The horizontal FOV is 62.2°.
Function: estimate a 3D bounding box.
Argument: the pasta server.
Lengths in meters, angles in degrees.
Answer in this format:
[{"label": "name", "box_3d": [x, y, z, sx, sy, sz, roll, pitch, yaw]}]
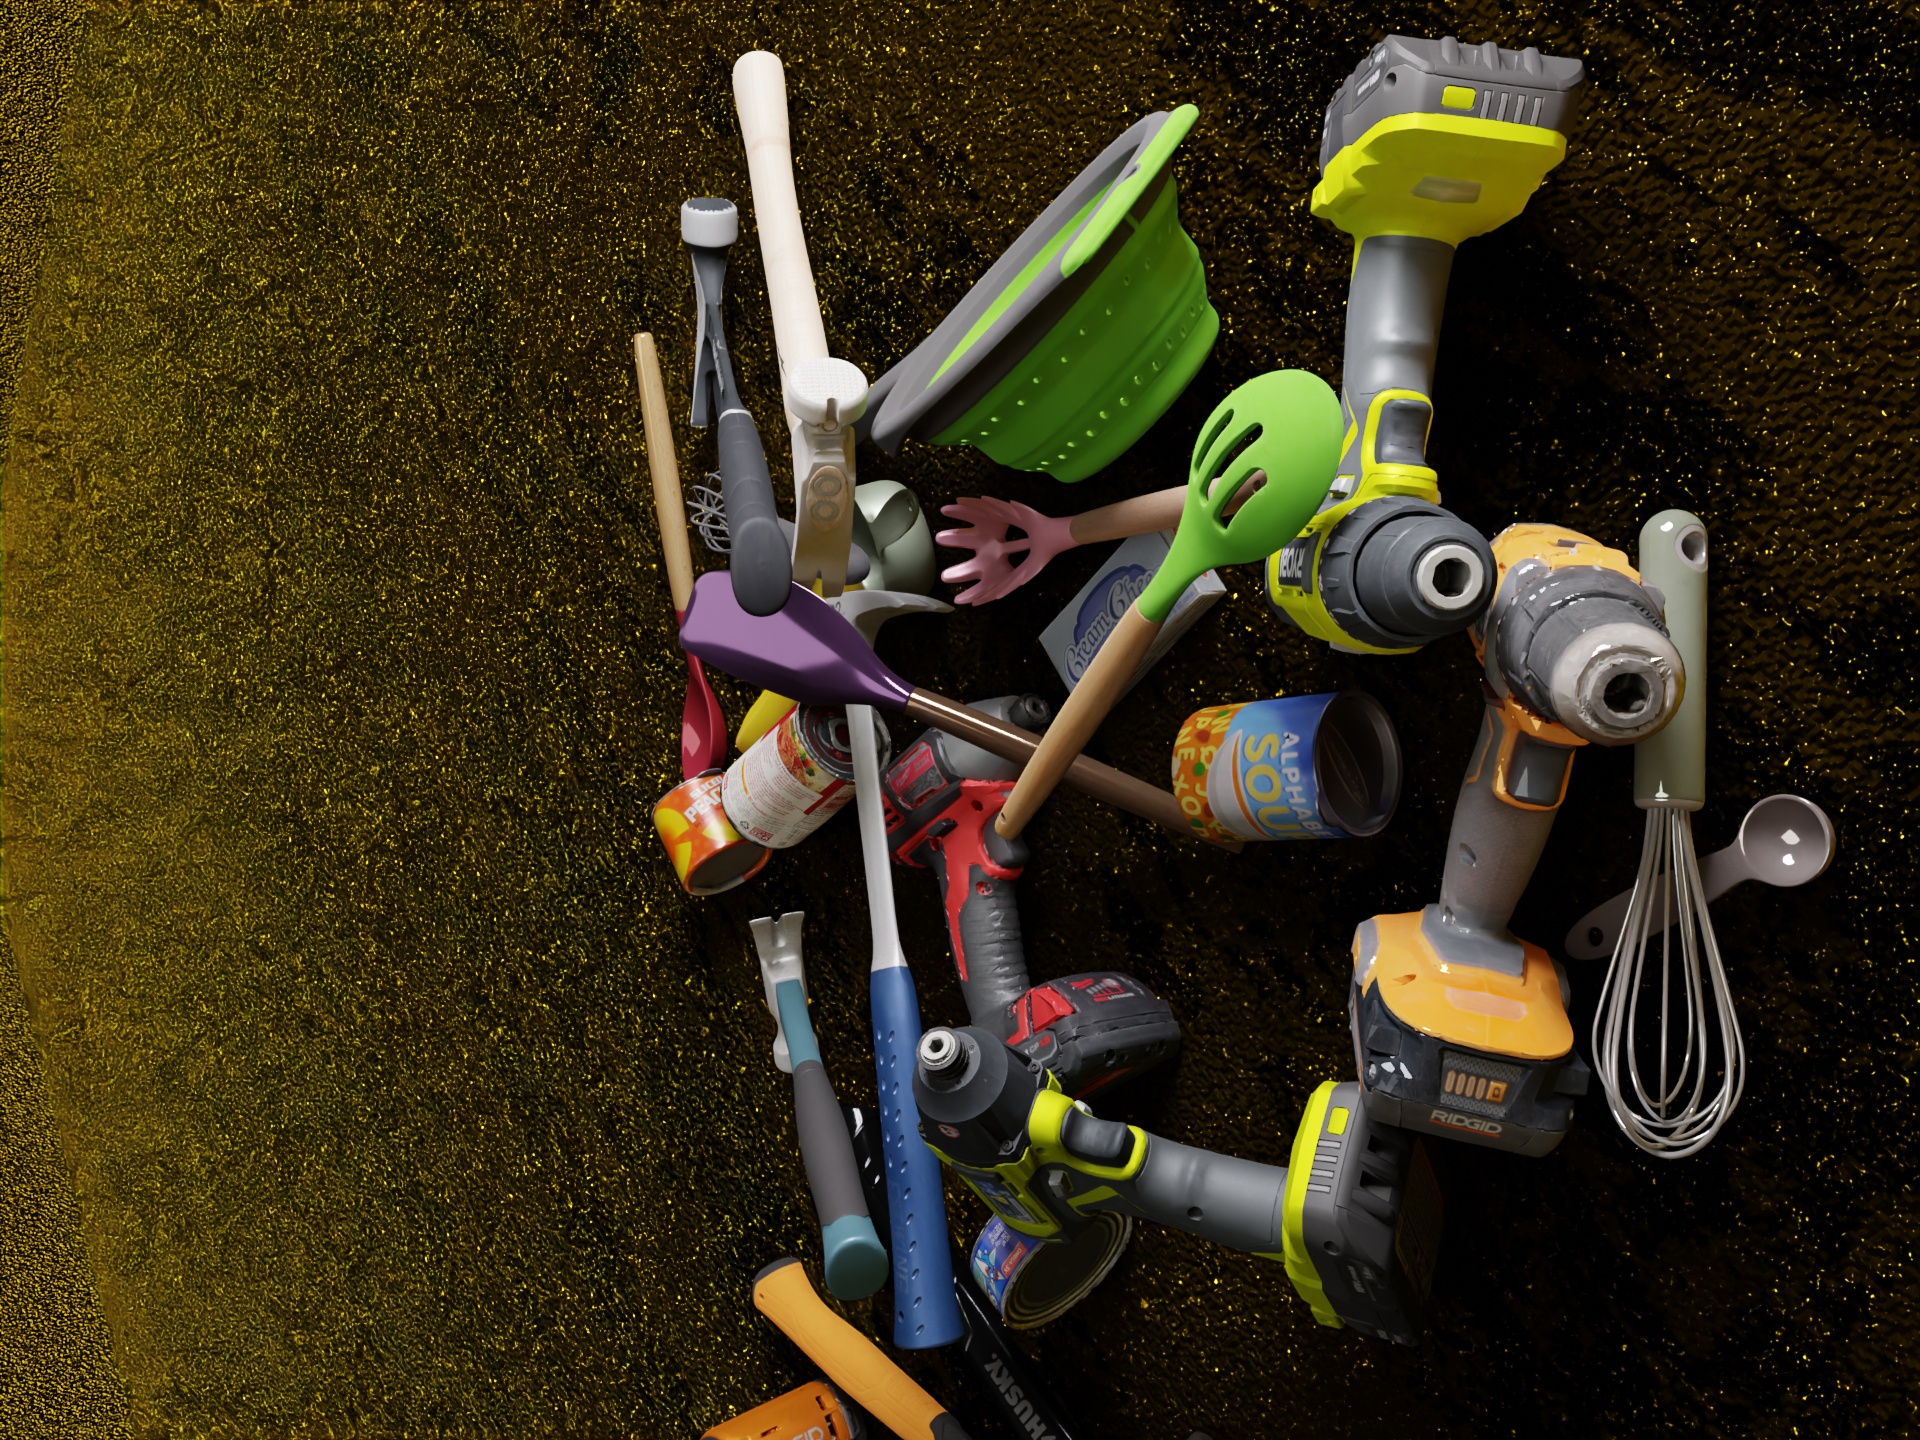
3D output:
[{"label": "pasta server", "box_3d": [0.065, -0.095, 0.774, 0.316, 0.040, 0.060, -178, 79, -68]}]

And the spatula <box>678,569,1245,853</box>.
[{"label": "spatula", "box_3d": [-0.001, -0.003, 0.813, 0.316, 0.018, 0.059, 24, 104, 10]}]

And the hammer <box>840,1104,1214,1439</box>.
[{"label": "hammer", "box_3d": [0.002, 0.345, 0.906, 0.146, 0.035, 0.335, -48, 48, 2]}]

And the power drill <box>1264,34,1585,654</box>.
[{"label": "power drill", "box_3d": [0.178, -0.138, 0.626, 0.190, 0.080, 0.228, -87, 4, -84]}]

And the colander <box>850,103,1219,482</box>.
[{"label": "colander", "box_3d": [0.022, -0.173, 0.843, 0.204, 0.094, 0.397, -55, 16, -21]}]

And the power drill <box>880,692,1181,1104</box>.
[{"label": "power drill", "box_3d": [0.027, 0.097, 0.866, 0.143, 0.078, 0.220, -41, 60, 41]}]

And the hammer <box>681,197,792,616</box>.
[{"label": "hammer", "box_3d": [-0.132, -0.172, 0.915, 0.409, 0.036, 0.149, -109, 20, -55]}]

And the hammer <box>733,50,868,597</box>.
[{"label": "hammer", "box_3d": [-0.102, -0.255, 0.922, 0.146, 0.038, 0.411, 101, 162, -48]}]

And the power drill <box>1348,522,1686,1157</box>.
[{"label": "power drill", "box_3d": [0.209, 0.045, 0.594, 0.084, 0.185, 0.226, 11, 105, 7]}]

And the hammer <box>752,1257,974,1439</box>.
[{"label": "hammer", "box_3d": [-0.022, 0.434, 0.966, 0.337, 0.034, 0.127, 22, 107, 45]}]

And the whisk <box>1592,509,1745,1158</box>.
[{"label": "whisk", "box_3d": [0.268, 0.040, 0.604, 0.059, 0.057, 0.246, 166, 110, -65]}]

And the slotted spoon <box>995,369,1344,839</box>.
[{"label": "slotted spoon", "box_3d": [0.074, -0.031, 0.703, 0.313, 0.031, 0.070, -60, 42, 49]}]

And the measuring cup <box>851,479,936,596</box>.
[{"label": "measuring cup", "box_3d": [-0.030, -0.109, 0.893, 0.167, 0.038, 0.083, 158, 94, -75]}]

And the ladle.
[{"label": "ladle", "box_3d": [-0.190, -0.101, 1.072, 0.069, 0.031, 0.315, 31, 131, 59]}]

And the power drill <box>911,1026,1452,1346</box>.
[{"label": "power drill", "box_3d": [0.092, 0.197, 0.708, 0.223, 0.171, 0.080, 5, 56, 29]}]

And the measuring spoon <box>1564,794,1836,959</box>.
[{"label": "measuring spoon", "box_3d": [0.289, 0.067, 0.626, 0.124, 0.018, 0.034, -45, 50, 47]}]

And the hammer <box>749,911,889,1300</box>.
[{"label": "hammer", "box_3d": [-0.082, 0.210, 0.890, 0.331, 0.033, 0.128, -127, 28, -69]}]

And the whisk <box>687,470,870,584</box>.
[{"label": "whisk", "box_3d": [-0.115, -0.118, 0.998, 0.239, 0.055, 0.055, 28, 113, 55]}]

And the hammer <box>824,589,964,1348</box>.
[{"label": "hammer", "box_3d": [-0.037, 0.123, 0.860, 0.144, 0.035, 0.406, -23, 70, 50]}]

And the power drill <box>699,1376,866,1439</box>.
[{"label": "power drill", "box_3d": [-0.106, 0.541, 0.970, 0.084, 0.164, 0.227, -38, 67, 41]}]
